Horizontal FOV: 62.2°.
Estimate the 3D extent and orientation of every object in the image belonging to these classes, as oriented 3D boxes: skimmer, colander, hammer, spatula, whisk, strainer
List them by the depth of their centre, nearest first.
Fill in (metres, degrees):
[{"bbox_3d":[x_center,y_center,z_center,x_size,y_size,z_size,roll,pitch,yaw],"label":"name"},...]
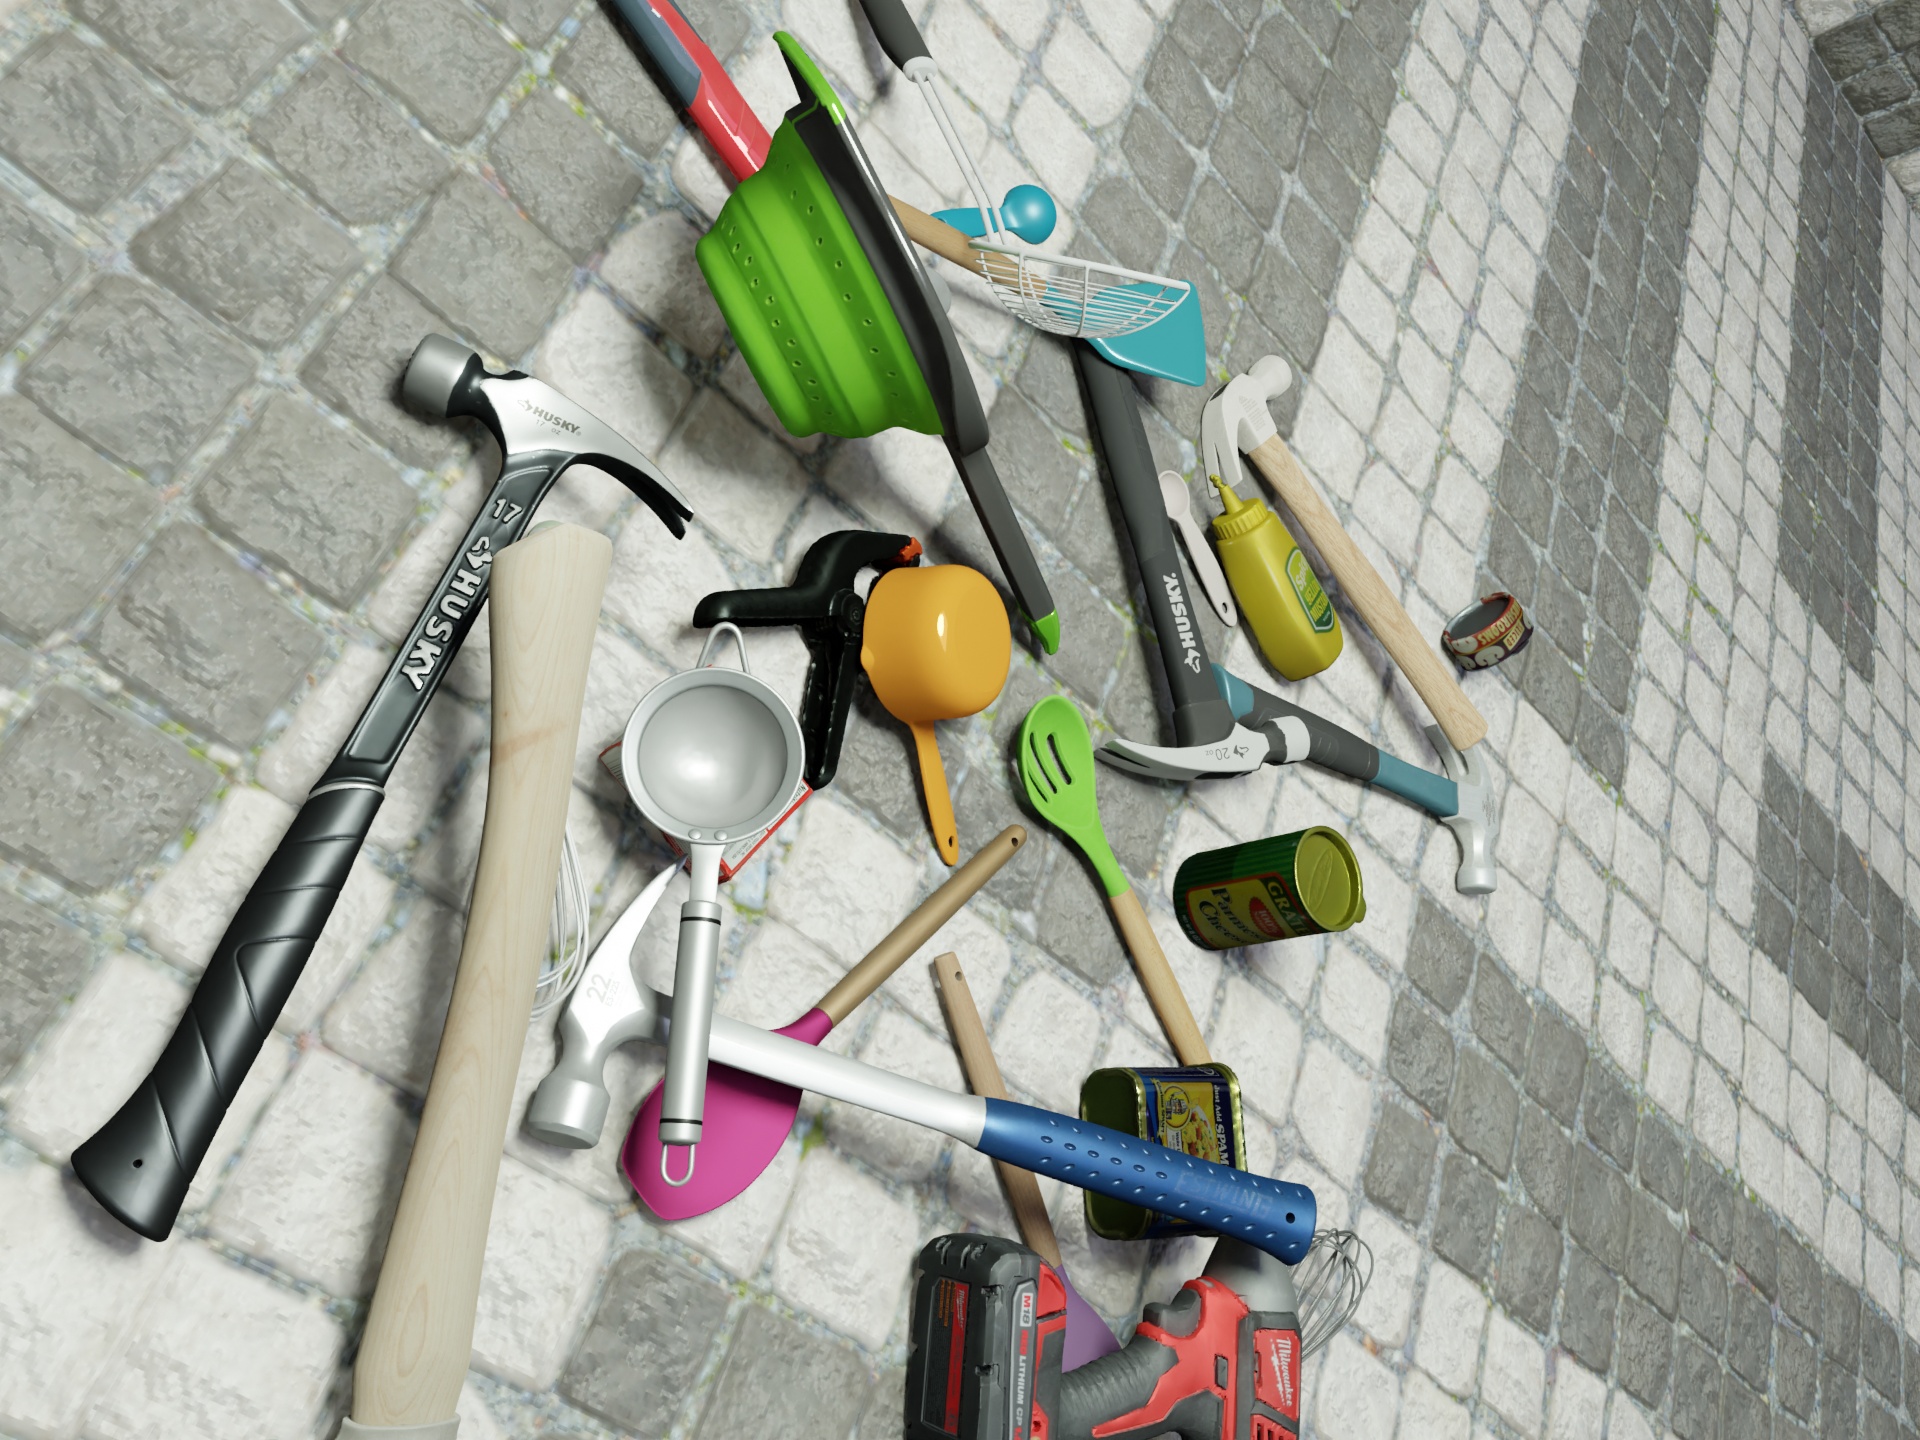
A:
[{"bbox_3d":[-0.188,0.122,0.663,0.146,0.038,0.411,15,79,-37],"label":"hammer"},{"bbox_3d":[-0.249,0.018,0.684,0.149,0.036,0.409,25,63,-10],"label":"hammer"},{"bbox_3d":[-0.121,0.082,0.739,0.087,0.050,0.259,5,71,-8],"label":"strainer"},{"bbox_3d":[-0.197,0.018,0.746,0.059,0.058,0.246,50,36,-65],"label":"whisk"},{"bbox_3d":[0.001,0.192,0.795,0.405,0.035,0.144,22,60,-16],"label":"hammer"},{"bbox_3d":[-0.043,-0.160,0.864,0.396,0.094,0.205,62,1,-44],"label":"colander"},{"bbox_3d":[0.043,0.279,0.886,0.060,0.018,0.316,-20,91,-46],"label":"spatula"},{"bbox_3d":[-0.158,-0.358,0.901,0.386,0.038,0.143,53,51,-16],"label":"hammer"},{"bbox_3d":[0.183,0.398,0.952,0.055,0.055,0.239,54,53,-15],"label":"whisk"},{"bbox_3d":[0.015,-0.369,0.953,0.127,0.090,0.364,-4,62,-43],"label":"skimmer"},{"bbox_3d":[0.039,-0.287,1.003,0.317,0.044,0.082,13,68,-43],"label":"spatula"},{"bbox_3d":[0.123,-0.120,1.058,0.146,0.035,0.335,-8,77,-25],"label":"hammer"},{"bbox_3d":[0.294,0.029,1.176,0.330,0.033,0.128,21,64,-35],"label":"hammer"},{"bbox_3d":[0.292,-0.115,1.198,0.130,0.031,0.331,-40,96,-39],"label":"hammer"}]

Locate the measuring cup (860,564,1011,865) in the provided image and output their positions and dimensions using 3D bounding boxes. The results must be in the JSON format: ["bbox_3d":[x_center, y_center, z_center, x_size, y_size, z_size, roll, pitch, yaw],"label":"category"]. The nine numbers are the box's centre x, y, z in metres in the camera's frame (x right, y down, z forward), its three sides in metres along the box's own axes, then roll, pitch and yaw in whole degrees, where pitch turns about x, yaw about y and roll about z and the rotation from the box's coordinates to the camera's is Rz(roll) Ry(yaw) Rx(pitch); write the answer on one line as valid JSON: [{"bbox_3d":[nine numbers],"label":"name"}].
[{"bbox_3d":[-0.001,-0.003,0.894,0.095,0.052,0.173,-22,103,-57],"label":"measuring cup"}]

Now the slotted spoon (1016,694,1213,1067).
[{"bbox_3d":[0.107,0.130,0.985,0.070,0.031,0.313,-33,101,-44],"label":"slotted spoon"}]

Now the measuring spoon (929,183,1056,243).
[{"bbox_3d":[0.024,-0.339,1.064,0.128,0.021,0.042,-25,93,-44],"label":"measuring spoon"}]

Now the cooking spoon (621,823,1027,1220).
[{"bbox_3d":[-0.057,0.143,0.842,0.319,0.017,0.068,-39,99,-41],"label":"cooking spoon"}]

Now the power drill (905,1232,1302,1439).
[{"bbox_3d":[0.088,0.329,0.838,0.219,0.078,0.143,13,74,-28],"label":"power drill"}]

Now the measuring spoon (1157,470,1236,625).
[{"bbox_3d":[0.164,-0.119,1.126,0.034,0.018,0.124,-42,112,-36],"label":"measuring spoon"}]
